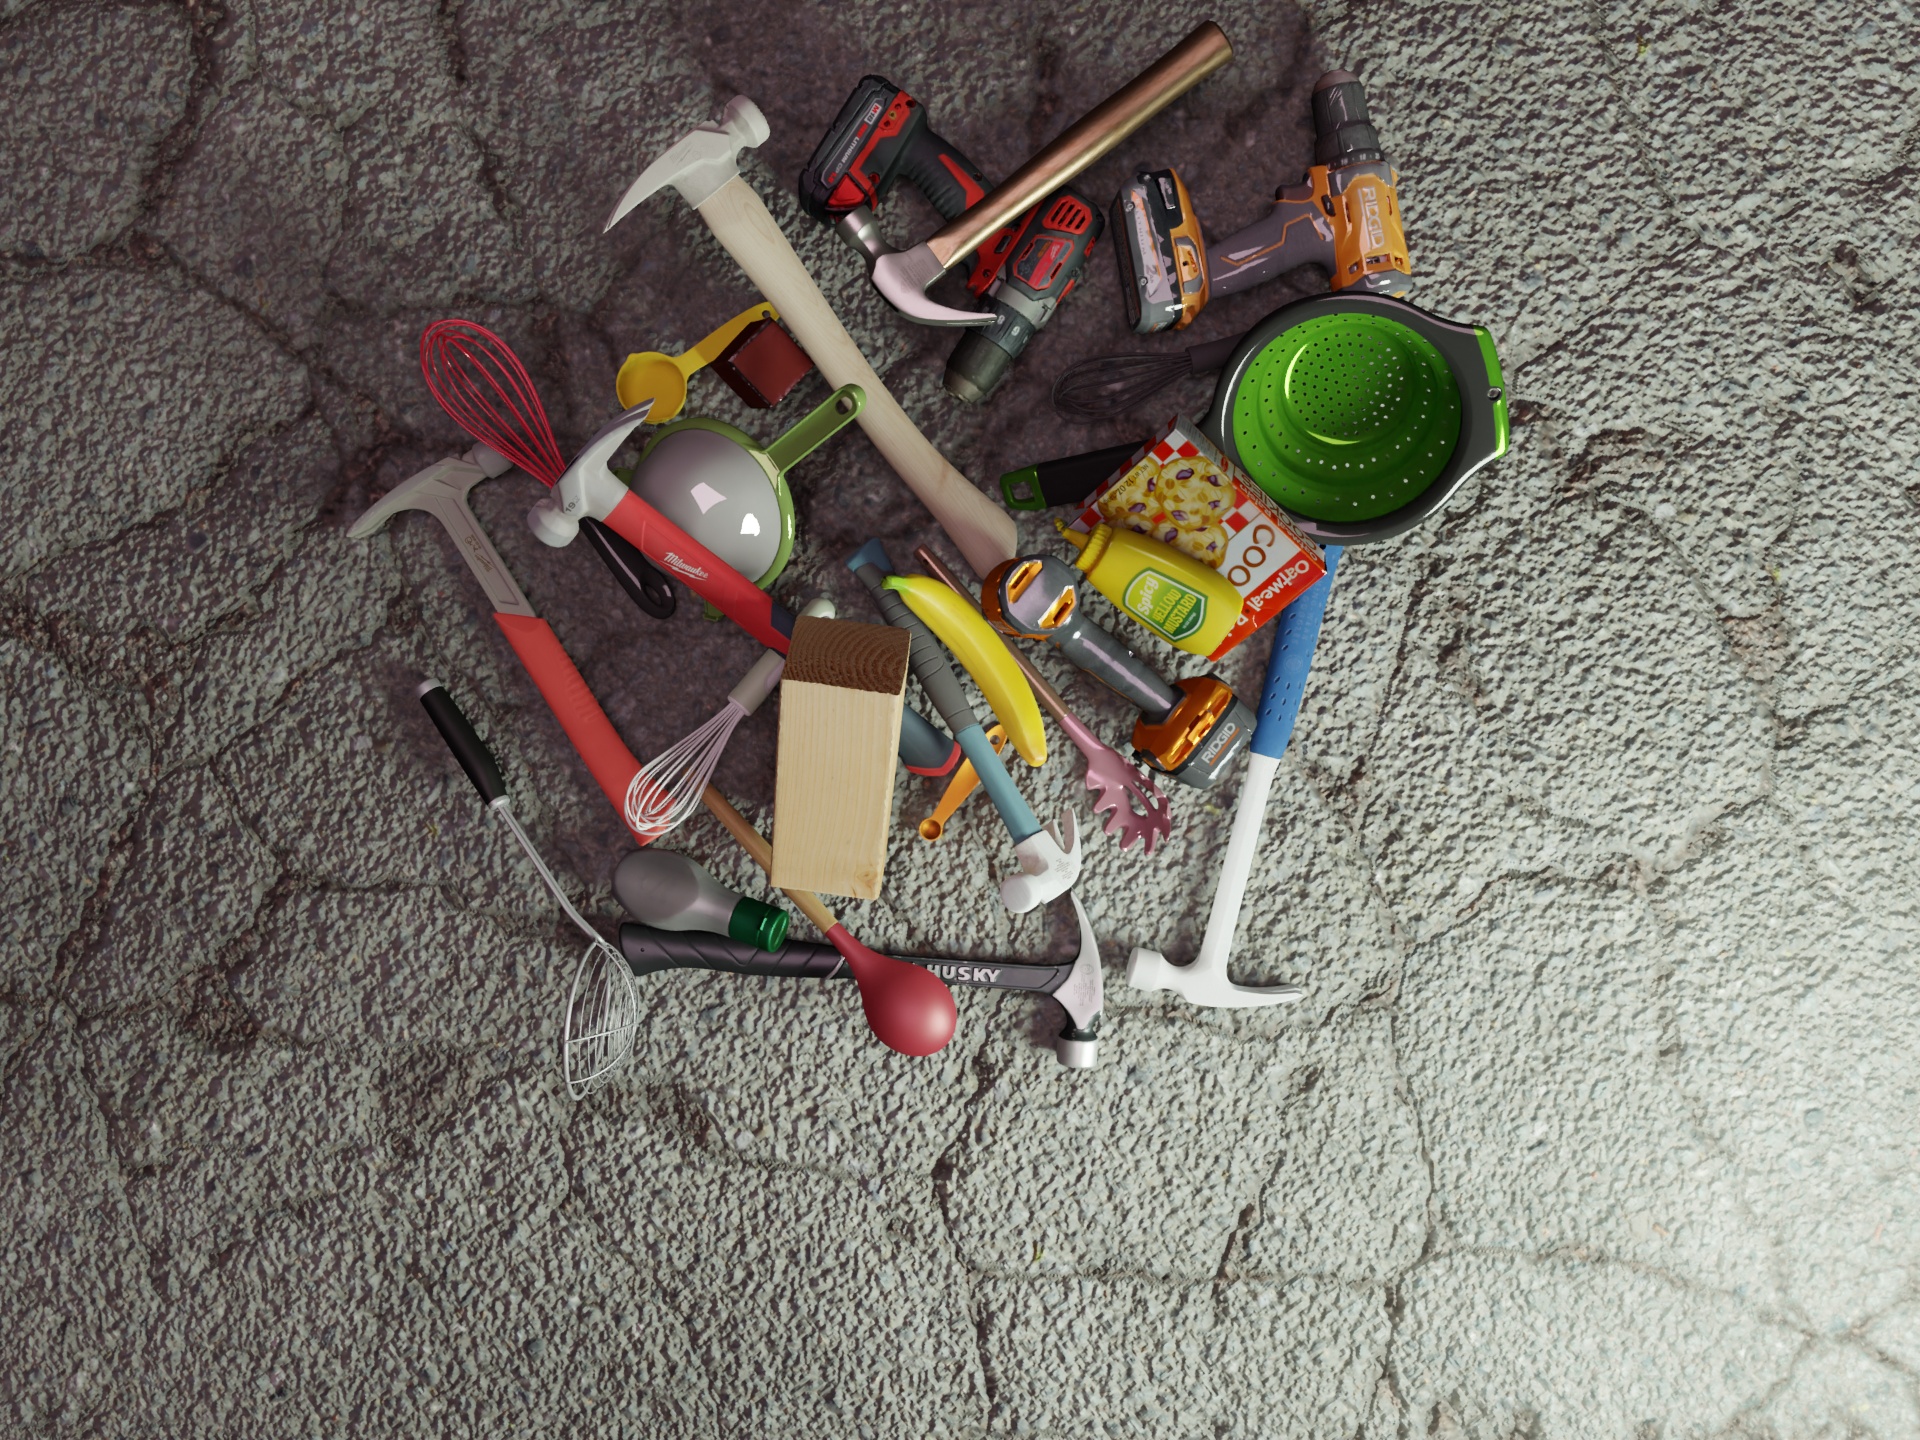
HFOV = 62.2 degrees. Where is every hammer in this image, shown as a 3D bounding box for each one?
[{"bbox_3d":[-0.140,-0.085,1.243,0.386,0.038,0.143,38,122,-21],"label":"hammer"},{"bbox_3d":[-0.002,-0.004,1.282,0.033,0.128,0.331,-35,79,28],"label":"hammer"},{"bbox_3d":[-0.097,-0.270,1.241,0.146,0.038,0.410,-42,110,-10],"label":"hammer"},{"bbox_3d":[0.254,0.041,1.312,0.144,0.035,0.405,14,93,1],"label":"hammer"},{"bbox_3d":[0.072,-0.426,1.229,0.331,0.031,0.130,-37,97,0],"label":"hammer"},{"bbox_3d":[-0.083,0.200,1.331,0.409,0.036,0.149,4,92,2],"label":"hammer"},{"bbox_3d":[-0.356,-0.050,1.325,0.149,0.037,0.359,-32,91,3],"label":"hammer"}]

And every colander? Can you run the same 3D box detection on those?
[{"bbox_3d":[0.227,-0.236,1.276,0.397,0.095,0.204,-9,118,20],"label":"colander"}]

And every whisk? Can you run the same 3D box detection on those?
[{"bbox_3d":[-0.331,-0.200,1.292,0.073,0.073,0.295,-37,104,3],"label":"whisk"},{"bbox_3d":[-0.186,-0.006,1.302,0.059,0.057,0.246,35,79,26],"label":"whisk"},{"bbox_3d":[0.188,-0.289,1.293,0.239,0.055,0.055,-15,93,-2],"label":"whisk"}]

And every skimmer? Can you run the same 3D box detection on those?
[{"bbox_3d":[-0.373,0.135,1.309,0.090,0.127,0.363,-34,83,-3],"label":"skimmer"}]

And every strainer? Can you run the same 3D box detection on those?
[{"bbox_3d":[-0.175,-0.182,1.236,0.256,0.069,0.151,-30,97,35],"label":"strainer"}]

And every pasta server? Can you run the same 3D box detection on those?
[{"bbox_3d":[0.066,-0.021,1.313,0.316,0.040,0.060,49,121,0],"label":"pasta server"}]

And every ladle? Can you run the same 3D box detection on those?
[{"bbox_3d":[-0.122,0.151,1.307,0.069,0.031,0.315,-44,78,-5],"label":"ladle"}]

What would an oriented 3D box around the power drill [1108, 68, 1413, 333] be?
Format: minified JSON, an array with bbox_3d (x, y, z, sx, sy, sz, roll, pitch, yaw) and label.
[{"bbox_3d":[0.237,-0.411,1.269,0.226,0.084,0.185,-10,92,-2],"label":"power drill"}]

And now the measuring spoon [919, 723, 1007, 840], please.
[{"bbox_3d":[0.003,0.052,1.335,0.021,0.011,0.117,35,90,0],"label":"measuring spoon"}]

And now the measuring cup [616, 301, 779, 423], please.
[{"bbox_3d":[-0.214,-0.301,1.318,0.156,0.029,0.062,-35,94,-9],"label":"measuring cup"}]

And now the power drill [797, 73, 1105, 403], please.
[{"bbox_3d":[-0.020,-0.384,1.280,0.226,0.080,0.188,33,93,-3],"label":"power drill"}]

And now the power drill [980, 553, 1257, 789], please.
[{"bbox_3d":[0.112,-0.047,1.258,0.226,0.164,0.084,39,88,-9],"label":"power drill"}]
